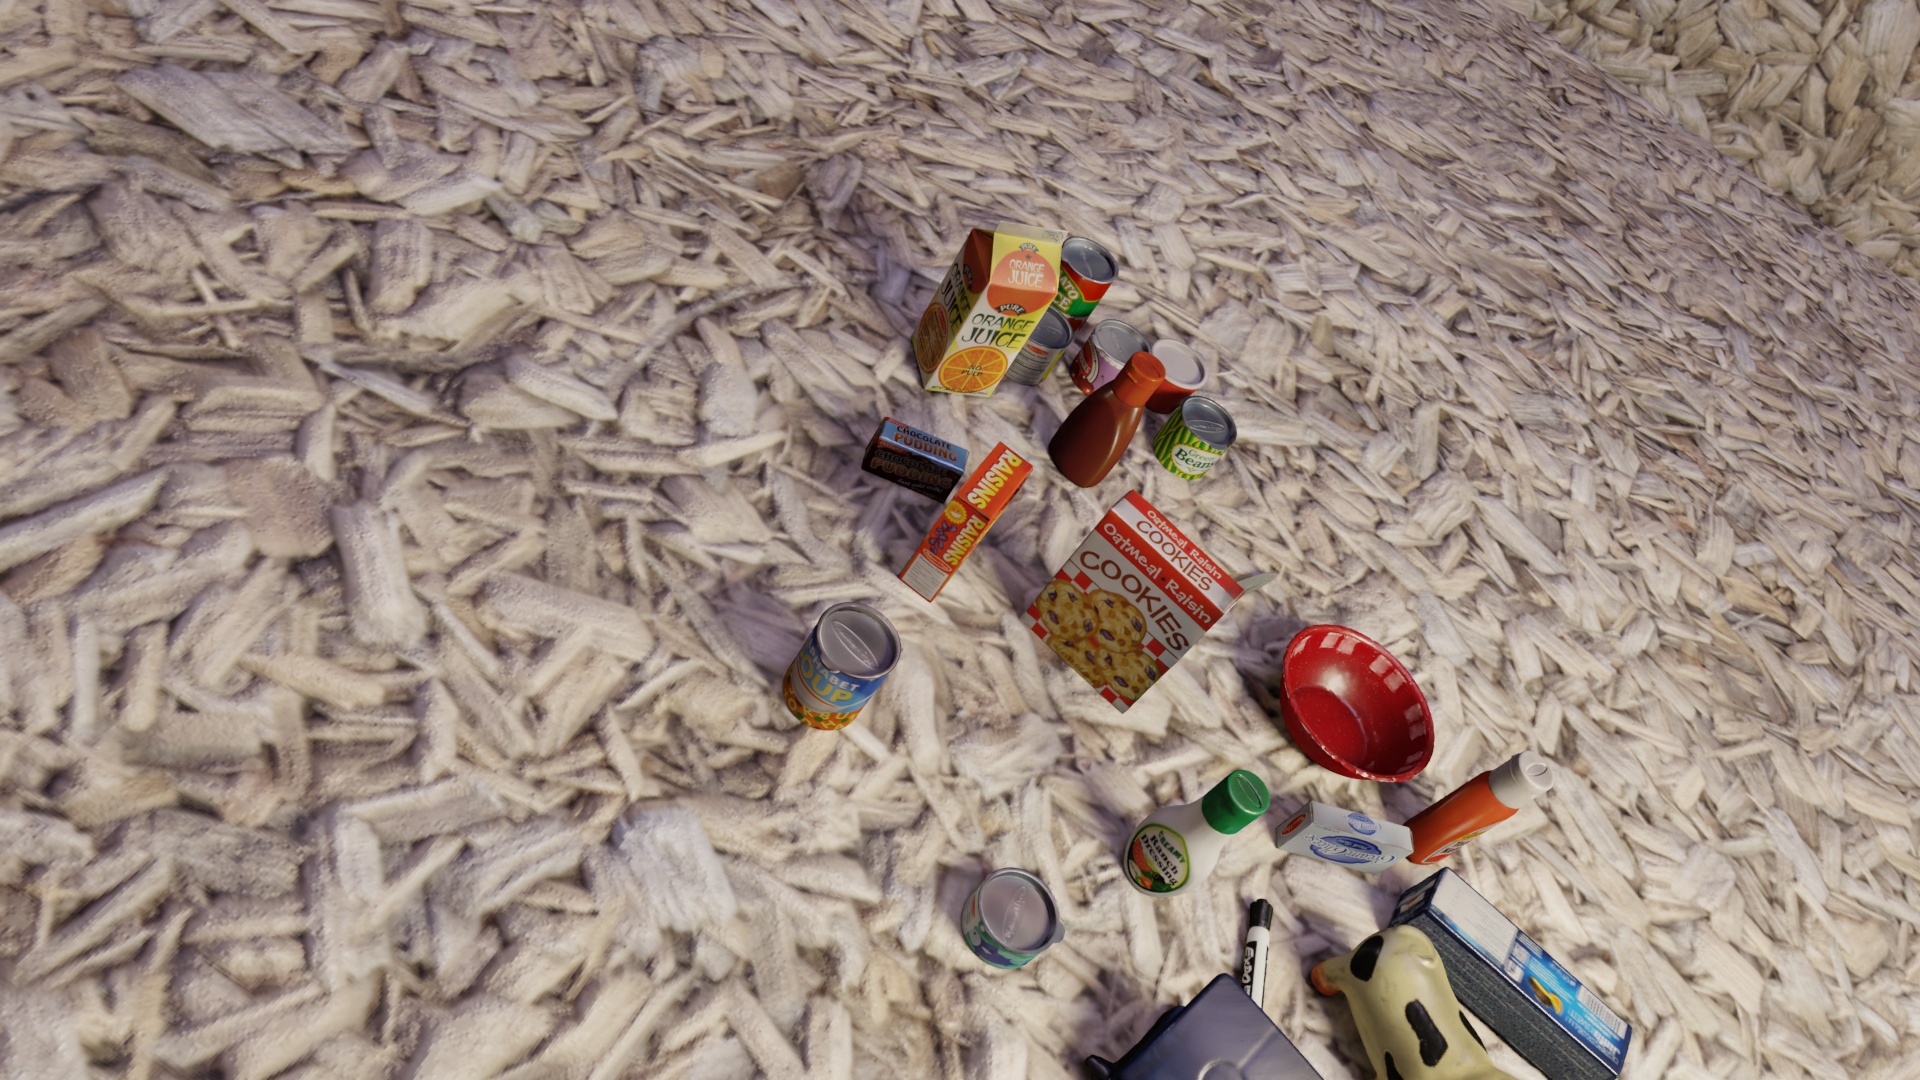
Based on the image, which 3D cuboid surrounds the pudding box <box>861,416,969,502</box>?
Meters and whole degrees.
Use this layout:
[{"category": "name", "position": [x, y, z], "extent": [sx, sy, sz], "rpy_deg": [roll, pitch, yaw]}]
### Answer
[{"category": "pudding box", "position": [-0.040, -0.072, 1.234], "extent": [0.084, 0.049, 0.030], "rpy_deg": [23, 47, -12]}]

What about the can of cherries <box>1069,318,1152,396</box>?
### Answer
[{"category": "can of cherries", "position": [0.152, -0.185, 1.427], "extent": [0.071, 0.058, 0.072], "rpy_deg": [16, 49, -18]}]

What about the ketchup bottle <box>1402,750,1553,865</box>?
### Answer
[{"category": "ketchup bottle", "position": [0.445, 0.230, 1.198], "extent": [0.065, 0.148, 0.043], "rpy_deg": [-10, 60, -35]}]

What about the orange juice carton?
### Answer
[{"category": "orange juice carton", "position": [0.027, -0.223, 1.294], "extent": [0.072, 0.191, 0.073], "rpy_deg": [4, 53, -27]}]

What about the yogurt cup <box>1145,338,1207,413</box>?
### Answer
[{"category": "yogurt cup", "position": [0.216, -0.170, 1.455], "extent": [0.072, 0.053, 0.073], "rpy_deg": [16, 49, -18]}]

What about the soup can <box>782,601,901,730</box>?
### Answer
[{"category": "soup can", "position": [-0.093, 0.097, 1.045], "extent": [0.071, 0.083, 0.072], "rpy_deg": [16, 49, -18]}]

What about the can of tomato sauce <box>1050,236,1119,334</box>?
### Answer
[{"category": "can of tomato sauce", "position": [0.115, -0.265, 1.454], "extent": [0.071, 0.082, 0.071], "rpy_deg": [16, 49, -18]}]

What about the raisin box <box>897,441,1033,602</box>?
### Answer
[{"category": "raisin box", "position": [0.004, -0.015, 1.162], "extent": [0.040, 0.122, 0.086], "rpy_deg": [38, 46, 2]}]

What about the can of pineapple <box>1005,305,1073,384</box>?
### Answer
[{"category": "can of pineapple", "position": [0.071, -0.200, 1.394], "extent": [0.071, 0.057, 0.071], "rpy_deg": [16, 49, -18]}]

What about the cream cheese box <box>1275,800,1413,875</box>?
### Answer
[{"category": "cream cheese box", "position": [0.325, 0.253, 1.178], "extent": [0.104, 0.053, 0.024], "rpy_deg": [18, 48, -17]}]

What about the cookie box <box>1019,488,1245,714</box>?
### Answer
[{"category": "cookie box", "position": [0.139, 0.053, 1.153], "extent": [0.123, 0.166, 0.040], "rpy_deg": [43, 46, 7]}]

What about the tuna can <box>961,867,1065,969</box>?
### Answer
[{"category": "tuna can", "position": [0.038, 0.276, 1.010], "extent": [0.071, 0.032, 0.071], "rpy_deg": [16, 49, -18]}]

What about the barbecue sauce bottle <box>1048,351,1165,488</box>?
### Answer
[{"category": "barbecue sauce bottle", "position": [0.140, -0.115, 1.302], "extent": [0.044, 0.147, 0.065], "rpy_deg": [-25, 70, -40]}]

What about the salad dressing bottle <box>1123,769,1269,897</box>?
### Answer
[{"category": "salad dressing bottle", "position": [0.179, 0.222, 1.054], "extent": [0.044, 0.147, 0.064], "rpy_deg": [-18, 65, -38]}]

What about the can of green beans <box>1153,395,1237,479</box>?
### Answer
[{"category": "can of green beans", "position": [0.238, -0.104, 1.412], "extent": [0.071, 0.057, 0.071], "rpy_deg": [16, 49, -18]}]
